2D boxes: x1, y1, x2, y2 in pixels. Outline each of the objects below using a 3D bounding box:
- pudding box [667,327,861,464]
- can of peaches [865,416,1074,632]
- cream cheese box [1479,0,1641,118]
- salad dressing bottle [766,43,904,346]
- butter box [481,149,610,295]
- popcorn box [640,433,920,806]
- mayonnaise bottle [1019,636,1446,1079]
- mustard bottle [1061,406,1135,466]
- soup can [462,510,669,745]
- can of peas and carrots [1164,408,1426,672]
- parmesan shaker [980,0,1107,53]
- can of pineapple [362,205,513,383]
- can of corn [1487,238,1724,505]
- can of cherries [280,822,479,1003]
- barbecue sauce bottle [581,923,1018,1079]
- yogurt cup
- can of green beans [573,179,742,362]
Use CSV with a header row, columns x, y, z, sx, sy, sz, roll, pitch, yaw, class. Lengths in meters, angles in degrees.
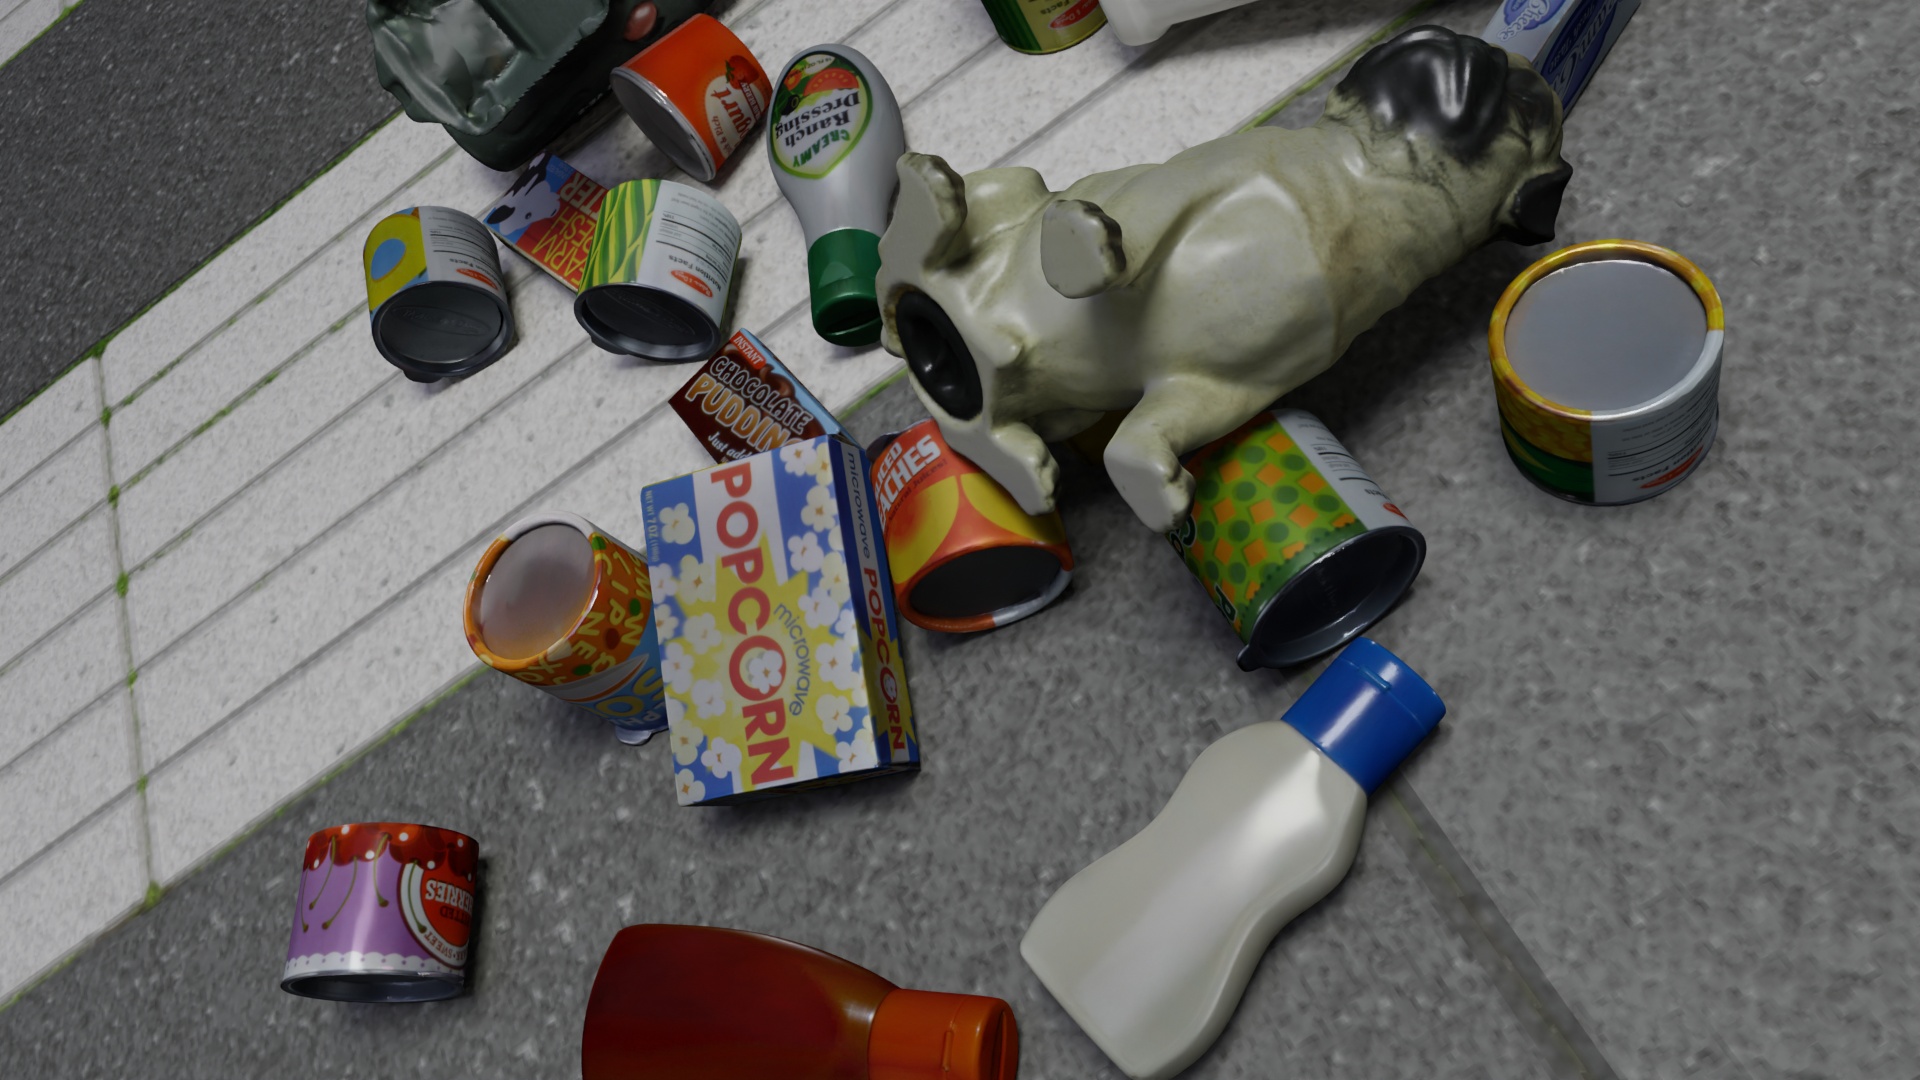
x,y,z,sx,sy,sz,roll,pitch,yaw,class
-0.082,-0.047,0.594,0.049,0.030,0.084,-44,56,1,pudding box
0.002,-0.006,0.509,0.071,0.071,0.058,-23,60,15,can of peaches
0.210,-0.178,0.501,0.024,0.053,0.104,30,82,32,cream cheese box
-0.054,-0.156,0.625,0.064,0.044,0.148,-18,60,16,salad dressing bottle
-0.195,-0.157,0.706,0.104,0.024,0.053,35,85,34,butter box
-0.070,0.031,0.526,0.085,0.038,0.127,-14,77,19,popcorn box
0.089,0.096,0.435,0.148,0.041,0.065,-46,57,-2,mayonnaise bottle
0.090,-0.099,0.524,0.160,0.048,0.065,-42,61,2,mustard bottle
-0.144,0.036,0.551,0.071,0.083,0.071,-11,63,21,soup can
0.106,0.001,0.457,0.071,0.071,0.059,-36,55,7,can of peas and carrots
0.027,-0.276,0.608,0.071,0.103,0.071,-11,62,21,parmesan shaker
-0.264,-0.124,0.699,0.071,0.071,0.058,-29,57,11,can of pineapple
0.203,-0.054,0.442,0.071,0.058,0.071,-11,62,21,can of corn
-0.224,0.147,0.548,0.071,0.071,0.058,-14,60,20,can of cherries
-0.055,0.167,0.469,0.148,0.043,0.065,-3,66,24,barbecue sauce bottle
-0.129,-0.219,0.681,0.072,0.072,0.054,36,77,34,yogurt cup
-0.138,-0.123,0.636,0.071,0.071,0.058,-4,65,25,can of green beans
